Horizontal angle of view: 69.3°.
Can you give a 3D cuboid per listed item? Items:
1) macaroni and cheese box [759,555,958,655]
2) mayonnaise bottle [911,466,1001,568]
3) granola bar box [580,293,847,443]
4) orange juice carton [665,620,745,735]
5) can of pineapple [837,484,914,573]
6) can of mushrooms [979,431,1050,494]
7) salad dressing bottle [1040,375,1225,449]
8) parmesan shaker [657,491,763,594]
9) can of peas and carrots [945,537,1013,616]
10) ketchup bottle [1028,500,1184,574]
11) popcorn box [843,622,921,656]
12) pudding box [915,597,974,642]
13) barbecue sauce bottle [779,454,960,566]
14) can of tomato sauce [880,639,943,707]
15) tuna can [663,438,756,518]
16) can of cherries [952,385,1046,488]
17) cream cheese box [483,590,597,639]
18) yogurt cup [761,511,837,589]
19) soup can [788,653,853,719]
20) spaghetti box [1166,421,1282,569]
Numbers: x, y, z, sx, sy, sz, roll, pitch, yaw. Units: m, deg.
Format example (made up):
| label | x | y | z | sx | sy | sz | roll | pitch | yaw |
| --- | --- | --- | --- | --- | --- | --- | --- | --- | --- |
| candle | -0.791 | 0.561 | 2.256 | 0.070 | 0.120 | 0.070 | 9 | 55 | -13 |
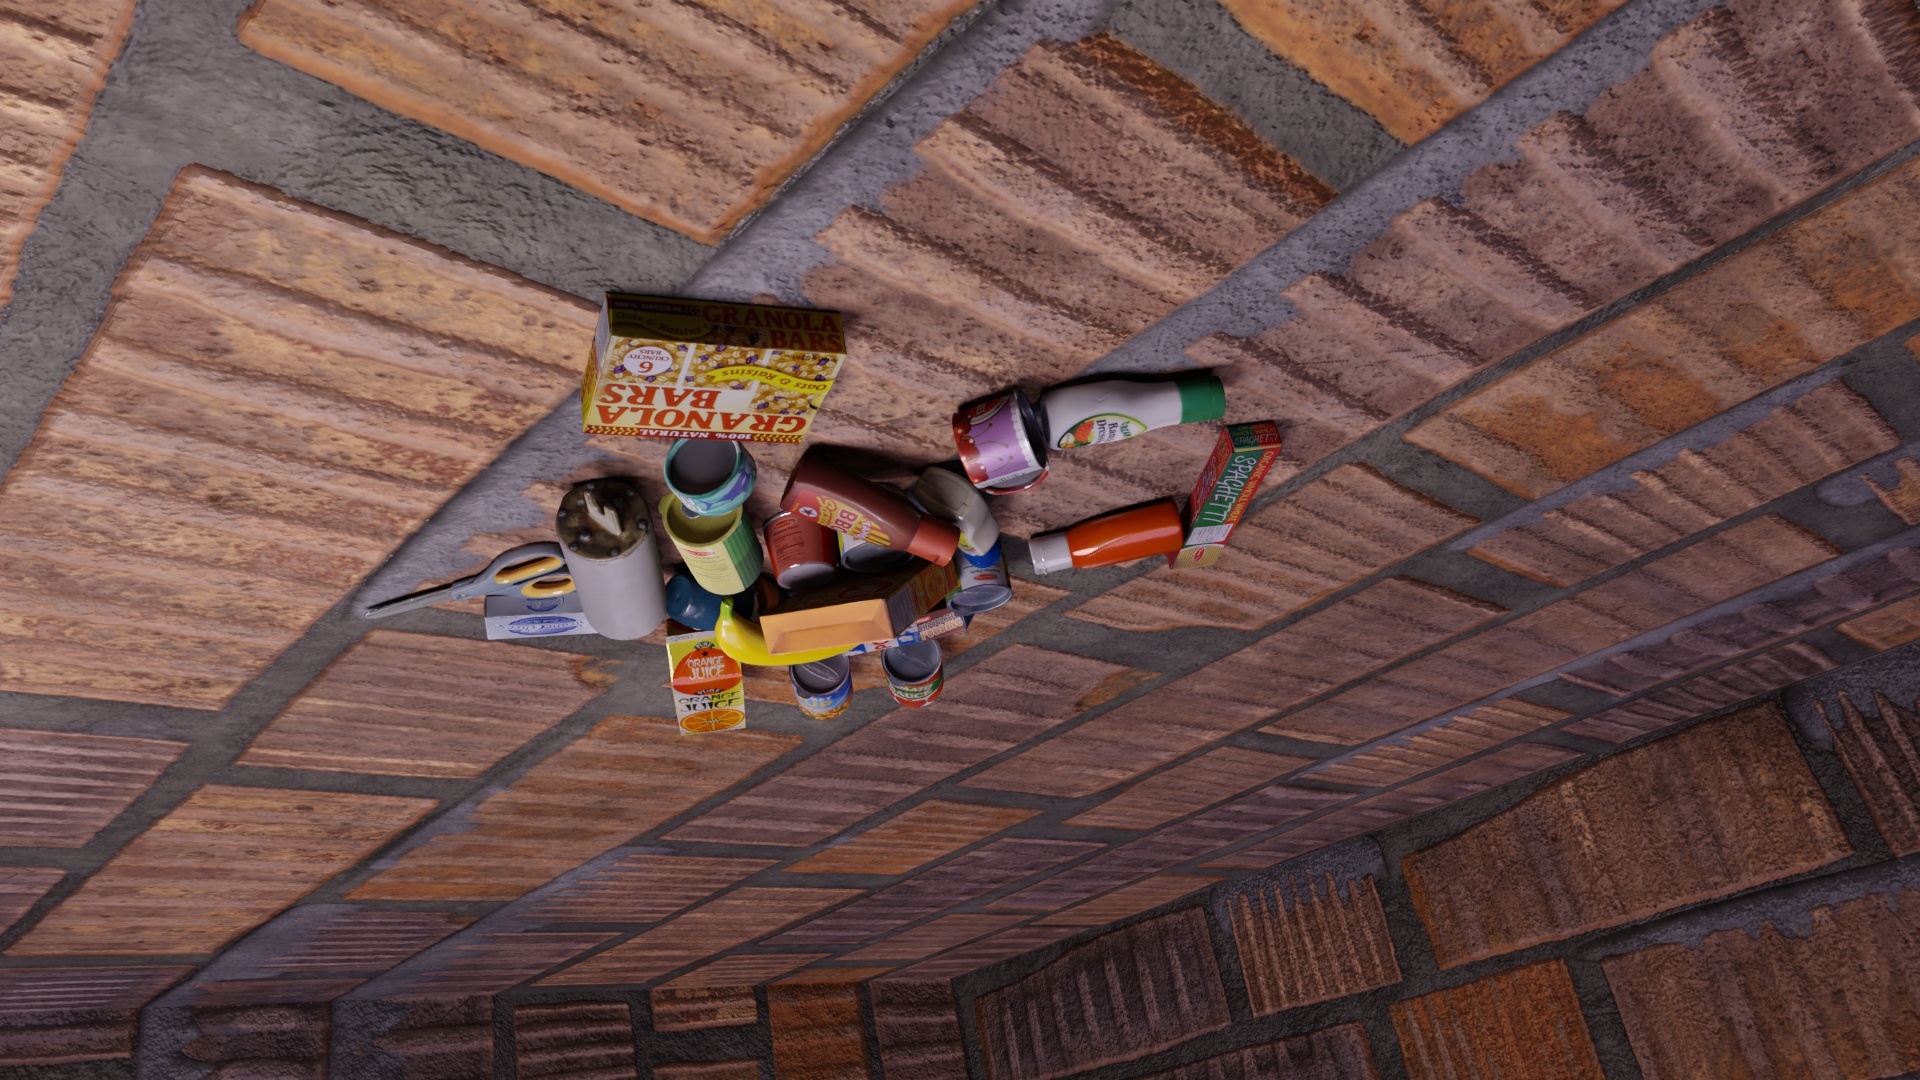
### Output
| label | x | y | z | sx | sy | sz | roll | pitch | yaw |
| --- | --- | --- | --- | --- | --- | --- | --- | --- | --- |
| macaroni and cheese box | -0.088 | 0.055 | 1.262 | 0.123 | 0.040 | 0.167 | -9 | -169 | 22 |
| mayonnaise bottle | 0.004 | -0.016 | 1.256 | 0.065 | 0.041 | 0.147 | 28 | 168 | 24 |
| granola bar box | -0.178 | -0.118 | 0.992 | 0.166 | 0.039 | 0.123 | 1 | 152 | -24 |
| orange juice carton | -0.262 | 0.133 | 1.433 | 0.072 | 0.073 | 0.191 | -6 | 153 | -10 |
| can of pineapple | -0.077 | -0.009 | 1.235 | 0.071 | 0.058 | 0.070 | -9 | 154 | -4 |
| can of mushrooms | 0.043 | -0.068 | 1.193 | 0.071 | 0.033 | 0.070 | -10 | 154 | -5 |
| salad dressing bottle | 0.141 | -0.108 | 1.139 | 0.148 | 0.044 | 0.064 | -9 | 156 | -5 |
| parmesan shaker | -0.211 | -0.004 | 1.185 | 0.071 | 0.071 | 0.102 | -11 | 155 | -2 |
| can of peas and carrots | 0.013 | 0.033 | 1.359 | 0.071 | 0.059 | 0.070 | -9 | 155 | -4 |
| ketchup bottle | 0.143 | 0.001 | 1.363 | 0.149 | 0.044 | 0.064 | -13 | 153 | 3 |
| popcorn box | -0.089 | 0.074 | 1.423 | 0.085 | 0.038 | 0.126 | -11 | 154 | 0 |
| pudding box | -0.014 | 0.076 | 1.424 | 0.049 | 0.030 | 0.084 | -16 | -172 | 11 |
| barbecue sauce bottle | -0.073 | -0.022 | 1.165 | 0.148 | 0.044 | 0.064 | 22 | 152 | -13 |
| can of tomato sauce | -0.053 | 0.144 | 1.547 | 0.071 | 0.071 | 0.082 | -10 | 155 | -3 |
| tuna can | -0.197 | -0.053 | 1.084 | 0.071 | 0.071 | 0.032 | -15 | 152 | 7 |
| can of cherries | 0.030 | -0.084 | 1.123 | 0.058 | 0.072 | 0.071 | -17 | 154 | 14 |
| cream cheese box | -0.393 | 0.070 | 1.308 | 0.104 | 0.024 | 0.053 | -3 | 154 | -17 |
| yogurt cup | -0.142 | 0.009 | 1.251 | 0.072 | 0.054 | 0.072 | -10 | 154 | -5 |
| soup can | -0.154 | 0.156 | 1.528 | 0.071 | 0.071 | 0.083 | -8 | 154 | -6 |
| spaghetti box | 0.251 | -0.039 | 1.343 | 0.050 | 0.029 | 0.248 | -7 | 154 | -9 |
